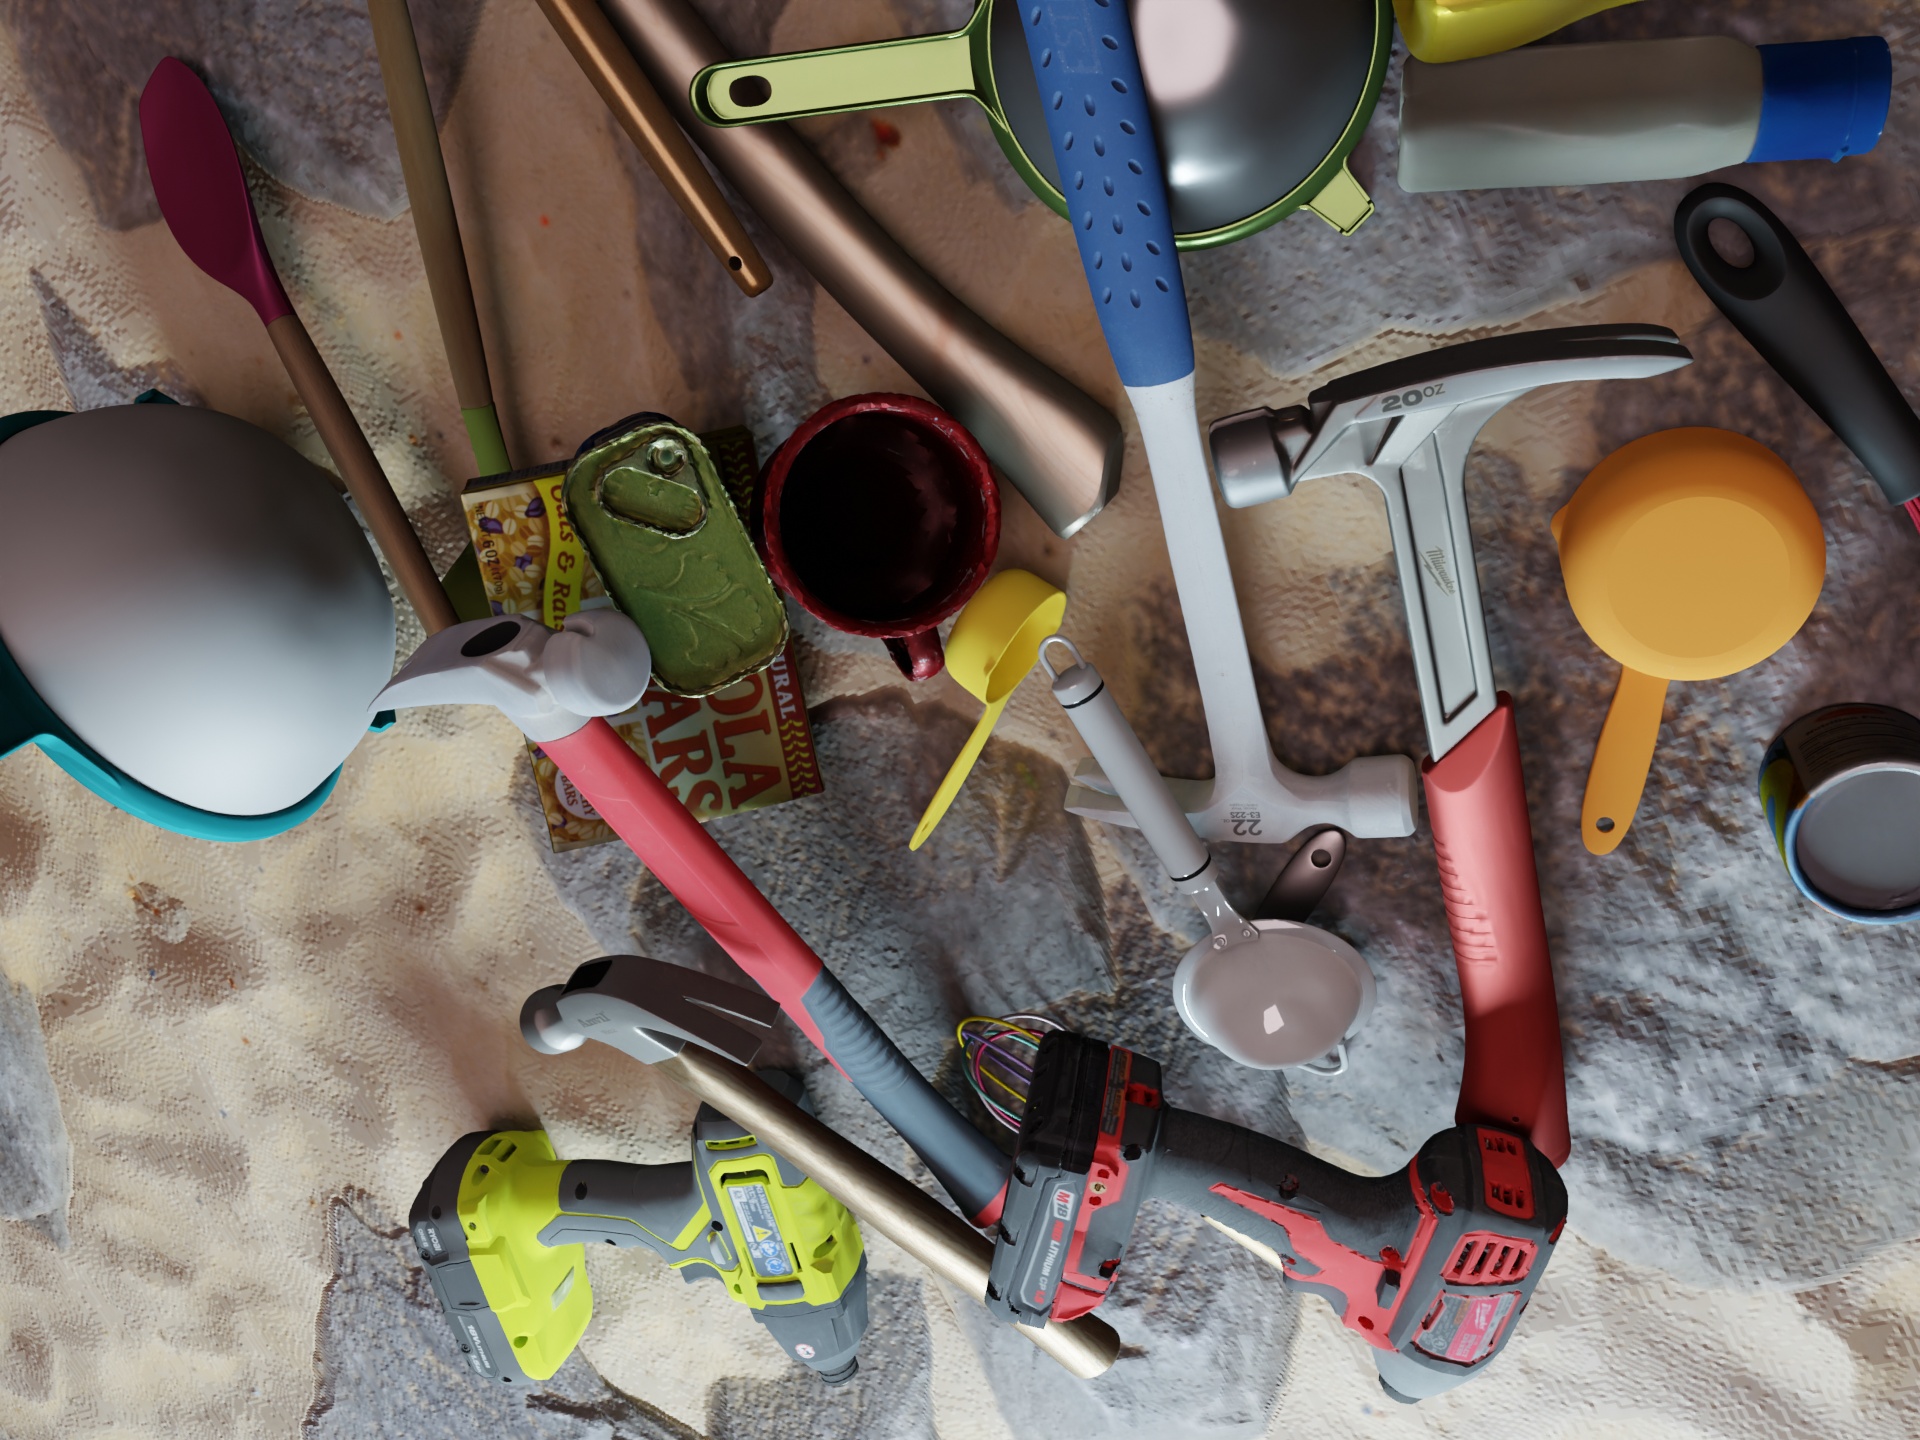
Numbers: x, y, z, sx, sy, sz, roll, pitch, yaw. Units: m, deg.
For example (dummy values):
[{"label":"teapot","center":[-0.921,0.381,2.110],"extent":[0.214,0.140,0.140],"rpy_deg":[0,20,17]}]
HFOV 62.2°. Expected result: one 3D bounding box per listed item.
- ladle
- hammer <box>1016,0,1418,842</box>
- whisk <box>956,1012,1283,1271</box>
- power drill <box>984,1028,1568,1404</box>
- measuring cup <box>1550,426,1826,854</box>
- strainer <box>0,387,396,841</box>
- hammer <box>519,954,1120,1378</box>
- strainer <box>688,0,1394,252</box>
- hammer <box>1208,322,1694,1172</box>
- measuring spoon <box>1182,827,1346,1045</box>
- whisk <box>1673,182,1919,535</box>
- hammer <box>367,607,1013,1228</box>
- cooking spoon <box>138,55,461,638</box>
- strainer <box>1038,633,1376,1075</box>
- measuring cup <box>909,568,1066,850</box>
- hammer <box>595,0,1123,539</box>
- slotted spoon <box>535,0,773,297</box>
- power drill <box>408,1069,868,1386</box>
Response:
[{"label":"ladle","center":[-0.222,-0.159,0.684],"extent":[0.078,0.062,0.320],"rpy_deg":[5,117,23]},{"label":"hammer","center":[0.068,-0.113,0.572],"extent":[0.144,0.035,0.405],"rpy_deg":[-4,126,22]},{"label":"whisk","center":[0.101,0.211,0.743],"extent":[0.245,0.051,0.047],"rpy_deg":[34,112,1]},{"label":"power drill","center":[0.128,0.219,0.675],"extent":[0.219,0.079,0.143],"rpy_deg":[12,123,5]},{"label":"measuring cup","center":[0.260,-0.019,0.591],"extent":[0.095,0.052,0.173],"rpy_deg":[12,112,14]},{"label":"strainer","center":[-0.323,-0.038,0.635],"extent":[0.095,0.340,0.211],"rpy_deg":[-27,106,14]},{"label":"hammer","center":[-0.045,0.213,0.737],"extent":[0.331,0.031,0.130],"rpy_deg":[41,142,-20]},{"label":"strainer","center":[0.024,-0.231,0.556],"extent":[0.256,0.069,0.151],"rpy_deg":[-4,115,8]},{"label":"hammer","center":[0.204,0.033,0.595],"extent":[0.149,0.037,0.358],"rpy_deg":[-10,120,16]},{"label":"measuring spoon","center":[0.134,0.098,0.700],"extent":[0.034,0.018,0.124],"rpy_deg":[30,116,6]},{"label":"whisk","center":[0.342,-0.065,0.546],"extent":[0.073,0.073,0.296],"rpy_deg":[-38,89,27]},{"label":"hammer","center":[-0.091,0.104,0.695],"extent":[0.143,0.038,0.385],"rpy_deg":[-5,133,39]},{"label":"cooking spoon","center":[-0.292,-0.156,0.713],"extent":[0.068,0.017,0.319],"rpy_deg":[-33,83,36]},{"label":"strainer","center":[0.099,0.070,0.656],"extent":[0.087,0.050,0.258],"rpy_deg":[-24,112,25]},{"label":"measuring cup","center":[-0.001,-0.002,0.695],"extent":[0.029,0.062,0.156],"rpy_deg":[38,128,13]},{"label":"hammer","center":[-0.091,-0.228,0.641],"extent":[0.410,0.038,0.146],"rpy_deg":[47,119,-3]},{"label":"slotted spoon","center":[-0.168,-0.296,0.605],"extent":[0.070,0.031,0.313],"rpy_deg":[-30,102,29]},{"label":"power drill","center":[-0.163,0.282,0.843],"extent":[0.223,0.080,0.171],"rpy_deg":[-11,105,19]}]
